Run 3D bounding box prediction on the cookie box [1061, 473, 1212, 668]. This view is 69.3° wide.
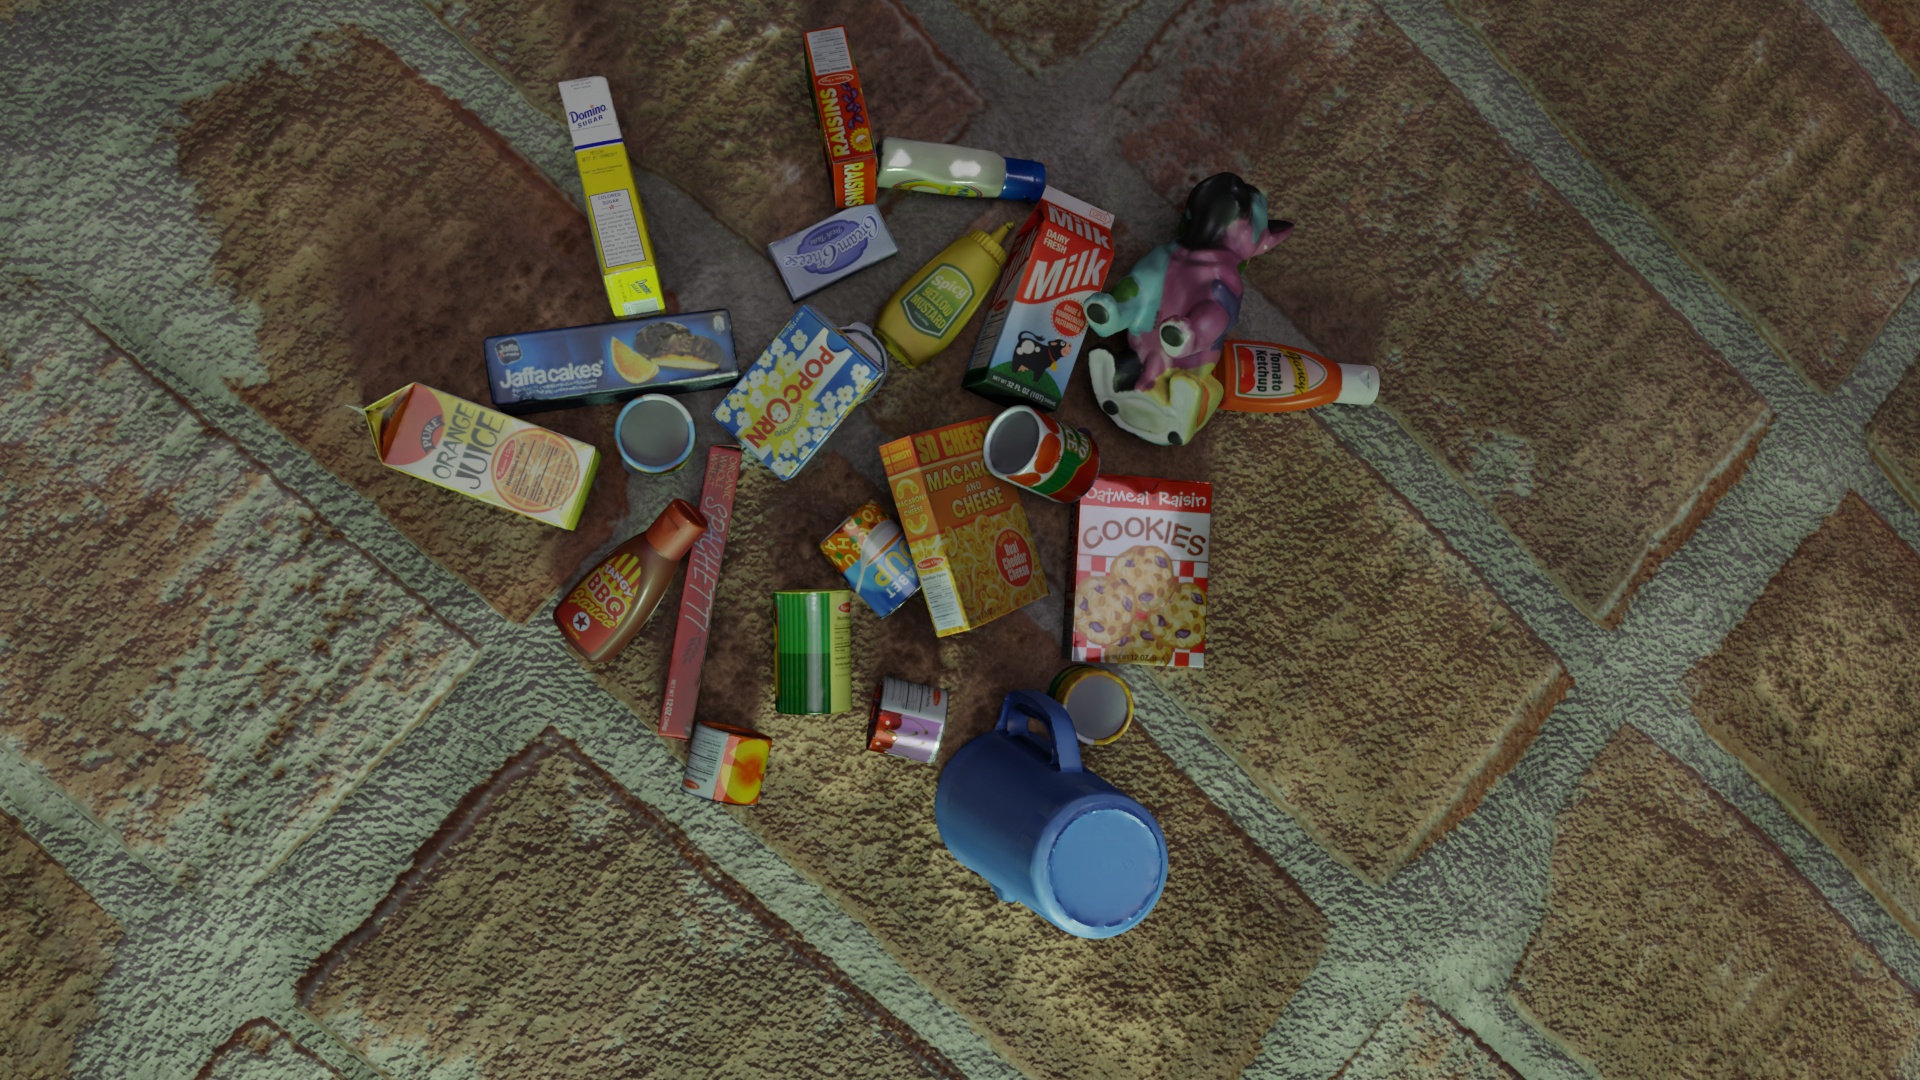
[{"bbox_3d":[0.158,0.027,1.242,0.123,0.040,0.167,4,88,-10],"label":"cookie box"}]

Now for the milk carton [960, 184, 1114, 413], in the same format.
[{"bbox_3d":[0.074,-0.211,1.214,0.072,0.073,0.190,21,85,-17],"label":"milk carton"}]

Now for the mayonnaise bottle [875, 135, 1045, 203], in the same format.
[{"bbox_3d":[-0.001,-0.322,1.215,0.148,0.065,0.041,5,90,-14],"label":"mayonnaise bottle"}]

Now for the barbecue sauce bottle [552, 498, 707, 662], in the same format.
[{"bbox_3d":[-0.268,0.030,1.142,0.148,0.044,0.065,-46,75,12],"label":"barbecue sauce bottle"}]

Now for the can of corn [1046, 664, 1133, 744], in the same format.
[{"bbox_3d":[0.115,0.142,1.222,0.071,0.058,0.071,0,89,-10],"label":"can of corn"}]

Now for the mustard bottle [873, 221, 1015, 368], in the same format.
[{"bbox_3d":[-0.007,-0.225,1.217,0.065,0.049,0.160,42,82,-8],"label":"mustard bottle"}]

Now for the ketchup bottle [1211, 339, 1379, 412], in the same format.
[{"bbox_3d":[0.307,-0.147,1.271,0.149,0.043,0.065,3,77,-10],"label":"ketchup bottle"}]

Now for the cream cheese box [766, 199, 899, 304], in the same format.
[{"bbox_3d":[-0.112,-0.253,1.212,0.104,0.024,0.053,-28,94,-9],"label":"cream cheese box"}]

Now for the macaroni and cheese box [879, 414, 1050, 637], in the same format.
[{"bbox_3d":[0.004,-0.015,1.183,0.124,0.040,0.166,-19,92,-51],"label":"macaroni and cheese box"}]

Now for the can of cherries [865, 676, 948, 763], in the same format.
[{"bbox_3d":[-0.047,0.156,1.191,0.058,0.071,0.071,13,87,-9],"label":"can of cherries"}]

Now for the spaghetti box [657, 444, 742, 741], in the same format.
[{"bbox_3d":[-0.219,0.041,1.172,0.029,0.050,0.250,10,86,-10],"label":"spaghetti box"}]

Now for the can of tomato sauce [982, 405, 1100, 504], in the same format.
[{"bbox_3d":[0.071,-0.075,1.197,0.083,0.071,0.071,20,84,-46],"label":"can of tomato sauce"}]

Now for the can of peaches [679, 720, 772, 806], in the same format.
[{"bbox_3d":[-0.194,0.187,1.166,0.071,0.071,0.058,13,86,-9],"label":"can of peaches"}]

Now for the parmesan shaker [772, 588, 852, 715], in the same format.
[{"bbox_3d":[-0.127,0.093,1.176,0.071,0.071,0.103,-1,89,-10],"label":"parmesan shaker"}]

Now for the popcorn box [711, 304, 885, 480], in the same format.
[{"bbox_3d":[-0.136,-0.124,1.169,0.085,0.038,0.126,43,103,1],"label":"popcorn box"}]

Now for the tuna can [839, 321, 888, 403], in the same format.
[{"bbox_3d":[-0.097,-0.154,1.207,0.071,0.033,0.071,0,89,-9],"label":"tuna can"}]

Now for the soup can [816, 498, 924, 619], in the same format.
[{"bbox_3d":[-0.070,0.014,1.188,0.071,0.071,0.083,-43,95,-8],"label":"soup can"}]

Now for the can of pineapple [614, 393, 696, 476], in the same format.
[{"bbox_3d":[-0.256,-0.086,1.165,0.071,0.058,0.071,0,89,-10],"label":"can of pineapple"}]

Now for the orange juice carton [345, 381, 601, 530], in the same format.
[{"bbox_3d":[-0.398,-0.073,1.133,0.193,0.072,0.073,20,85,-9],"label":"orange juice carton"}]

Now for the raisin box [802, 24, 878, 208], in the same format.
[{"bbox_3d":[-0.101,-0.356,1.174,0.040,0.086,0.123,-11,78,-7],"label":"raisin box"}]
